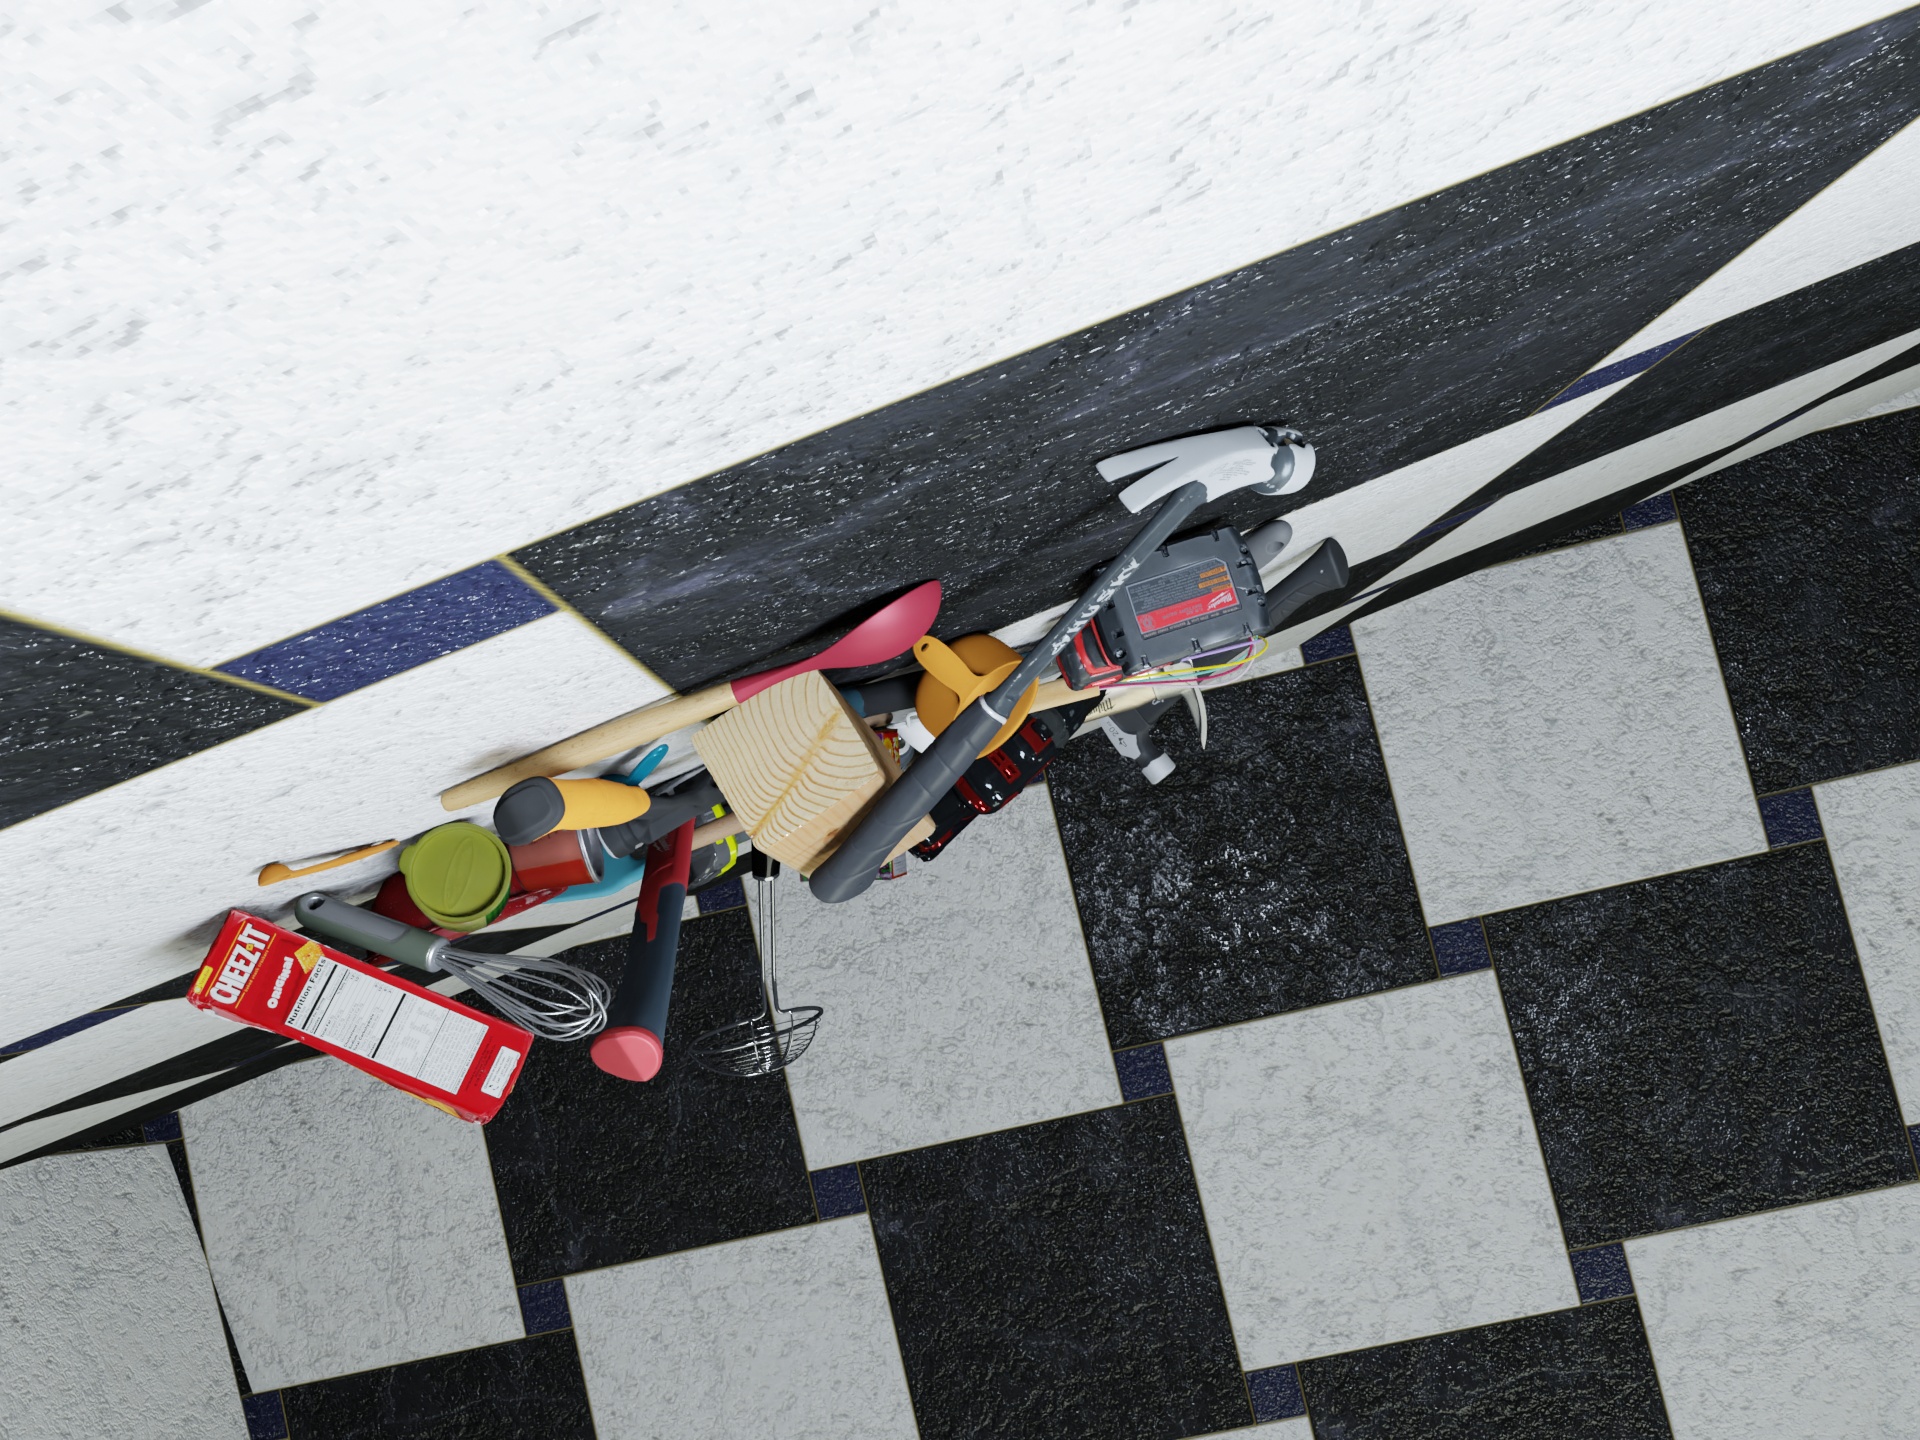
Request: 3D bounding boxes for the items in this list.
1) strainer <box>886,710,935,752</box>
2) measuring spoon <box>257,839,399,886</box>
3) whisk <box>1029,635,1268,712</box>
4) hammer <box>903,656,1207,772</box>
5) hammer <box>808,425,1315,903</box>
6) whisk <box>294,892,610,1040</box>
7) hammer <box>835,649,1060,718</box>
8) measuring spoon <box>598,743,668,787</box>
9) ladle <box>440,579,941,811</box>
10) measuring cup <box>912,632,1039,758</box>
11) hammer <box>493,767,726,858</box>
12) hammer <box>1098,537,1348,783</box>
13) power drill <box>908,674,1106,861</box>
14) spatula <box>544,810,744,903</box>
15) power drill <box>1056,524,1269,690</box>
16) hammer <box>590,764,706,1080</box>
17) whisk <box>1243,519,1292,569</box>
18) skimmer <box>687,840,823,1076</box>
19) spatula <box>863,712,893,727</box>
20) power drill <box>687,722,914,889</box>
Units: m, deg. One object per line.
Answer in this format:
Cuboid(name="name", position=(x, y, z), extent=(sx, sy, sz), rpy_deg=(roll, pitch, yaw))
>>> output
Cuboid(name="strainer", position=(-0.002, -0.005, 1.425), extent=(0.087, 0.050, 0.258), rpy_deg=(-10, -173, 16))
Cuboid(name="measuring spoon", position=(-0.385, 0.083, 0.972), extent=(0.021, 0.011, 0.117), rpy_deg=(-25, 178, 20))
Cuboid(name="whisk", position=(0.133, -0.036, 1.305), extent=(0.245, 0.047, 0.051), rpy_deg=(-14, 144, 0))
Cuboid(name="hammer", position=(0.041, 0.022, 1.596), extent=(0.410, 0.146, 0.038), rpy_deg=(-18, -150, 10))
Cuboid(name="hammer", position=(0.026, -0.016, 0.903), extent=(0.149, 0.036, 0.408), rpy_deg=(-12, 151, -49))
Cuboid(name="whisk", position=(-0.344, 0.159, 1.067), extent=(0.246, 0.059, 0.058), rpy_deg=(16, -139, 16))
Cuboid(name="hammer", position=(-0.003, -0.032, 1.261), extent=(0.128, 0.033, 0.331), rpy_deg=(-25, 174, 36))
Cuboid(name="measuring spoon", position=(-0.227, 0.034, 1.081), extent=(0.042, 0.021, 0.128), rpy_deg=(-27, 173, -36))
Cuboid(name="ladle", position=(-0.153, -0.008, 0.908), extent=(0.315, 0.031, 0.069), rpy_deg=(-21, 175, 5))
Cuboid(name="measuring cup", position=(-0.008, -0.035, 1.125), extent=(0.095, 0.052, 0.173), rpy_deg=(-49, 148, 0))
Cuboid(name="hammer", position=(-0.209, 0.050, 0.994), extent=(0.127, 0.034, 0.337), rpy_deg=(-29, 176, 1))
Cuboid(name="hammer", position=(0.255, -0.075, 1.584), extent=(0.334, 0.146, 0.035), rpy_deg=(-42, 176, 40))
Cuboid(name="power drill", position=(0.033, 0.033, 1.466), extent=(0.188, 0.080, 0.226), rpy_deg=(-42, -177, -31))
Cuboid(name="spatula", position=(-0.208, 0.084, 1.284), extent=(0.317, 0.044, 0.082), rpy_deg=(-22, -150, 18))
Cuboid(name="power drill", position=(0.149, -0.075, 1.175), extent=(0.143, 0.078, 0.219), rpy_deg=(-18, 176, -4))
Cuboid(name="hammer", position=(-0.194, 0.122, 1.103), extent=(0.143, 0.038, 0.387), rpy_deg=(-24, -159, 3))
Cuboid(name="whisk", position=(0.204, -0.108, 1.295), extent=(0.055, 0.055, 0.239), rpy_deg=(-20, 170, -25))
Cuboid(name="skimmer", position=(-0.180, 0.170, 1.392), extent=(0.127, 0.363, 0.090), rpy_deg=(-10, -150, -23))
Cuboid(name="spatula", position=(-0.112, 0.002, 1.228), extent=(0.060, 0.018, 0.316), rpy_deg=(-8, 179, 17))
Cuboid(name="power drill", position=(-0.156, 0.069, 1.437), extent=(0.228, 0.080, 0.190), rpy_deg=(-23, 176, -25))
